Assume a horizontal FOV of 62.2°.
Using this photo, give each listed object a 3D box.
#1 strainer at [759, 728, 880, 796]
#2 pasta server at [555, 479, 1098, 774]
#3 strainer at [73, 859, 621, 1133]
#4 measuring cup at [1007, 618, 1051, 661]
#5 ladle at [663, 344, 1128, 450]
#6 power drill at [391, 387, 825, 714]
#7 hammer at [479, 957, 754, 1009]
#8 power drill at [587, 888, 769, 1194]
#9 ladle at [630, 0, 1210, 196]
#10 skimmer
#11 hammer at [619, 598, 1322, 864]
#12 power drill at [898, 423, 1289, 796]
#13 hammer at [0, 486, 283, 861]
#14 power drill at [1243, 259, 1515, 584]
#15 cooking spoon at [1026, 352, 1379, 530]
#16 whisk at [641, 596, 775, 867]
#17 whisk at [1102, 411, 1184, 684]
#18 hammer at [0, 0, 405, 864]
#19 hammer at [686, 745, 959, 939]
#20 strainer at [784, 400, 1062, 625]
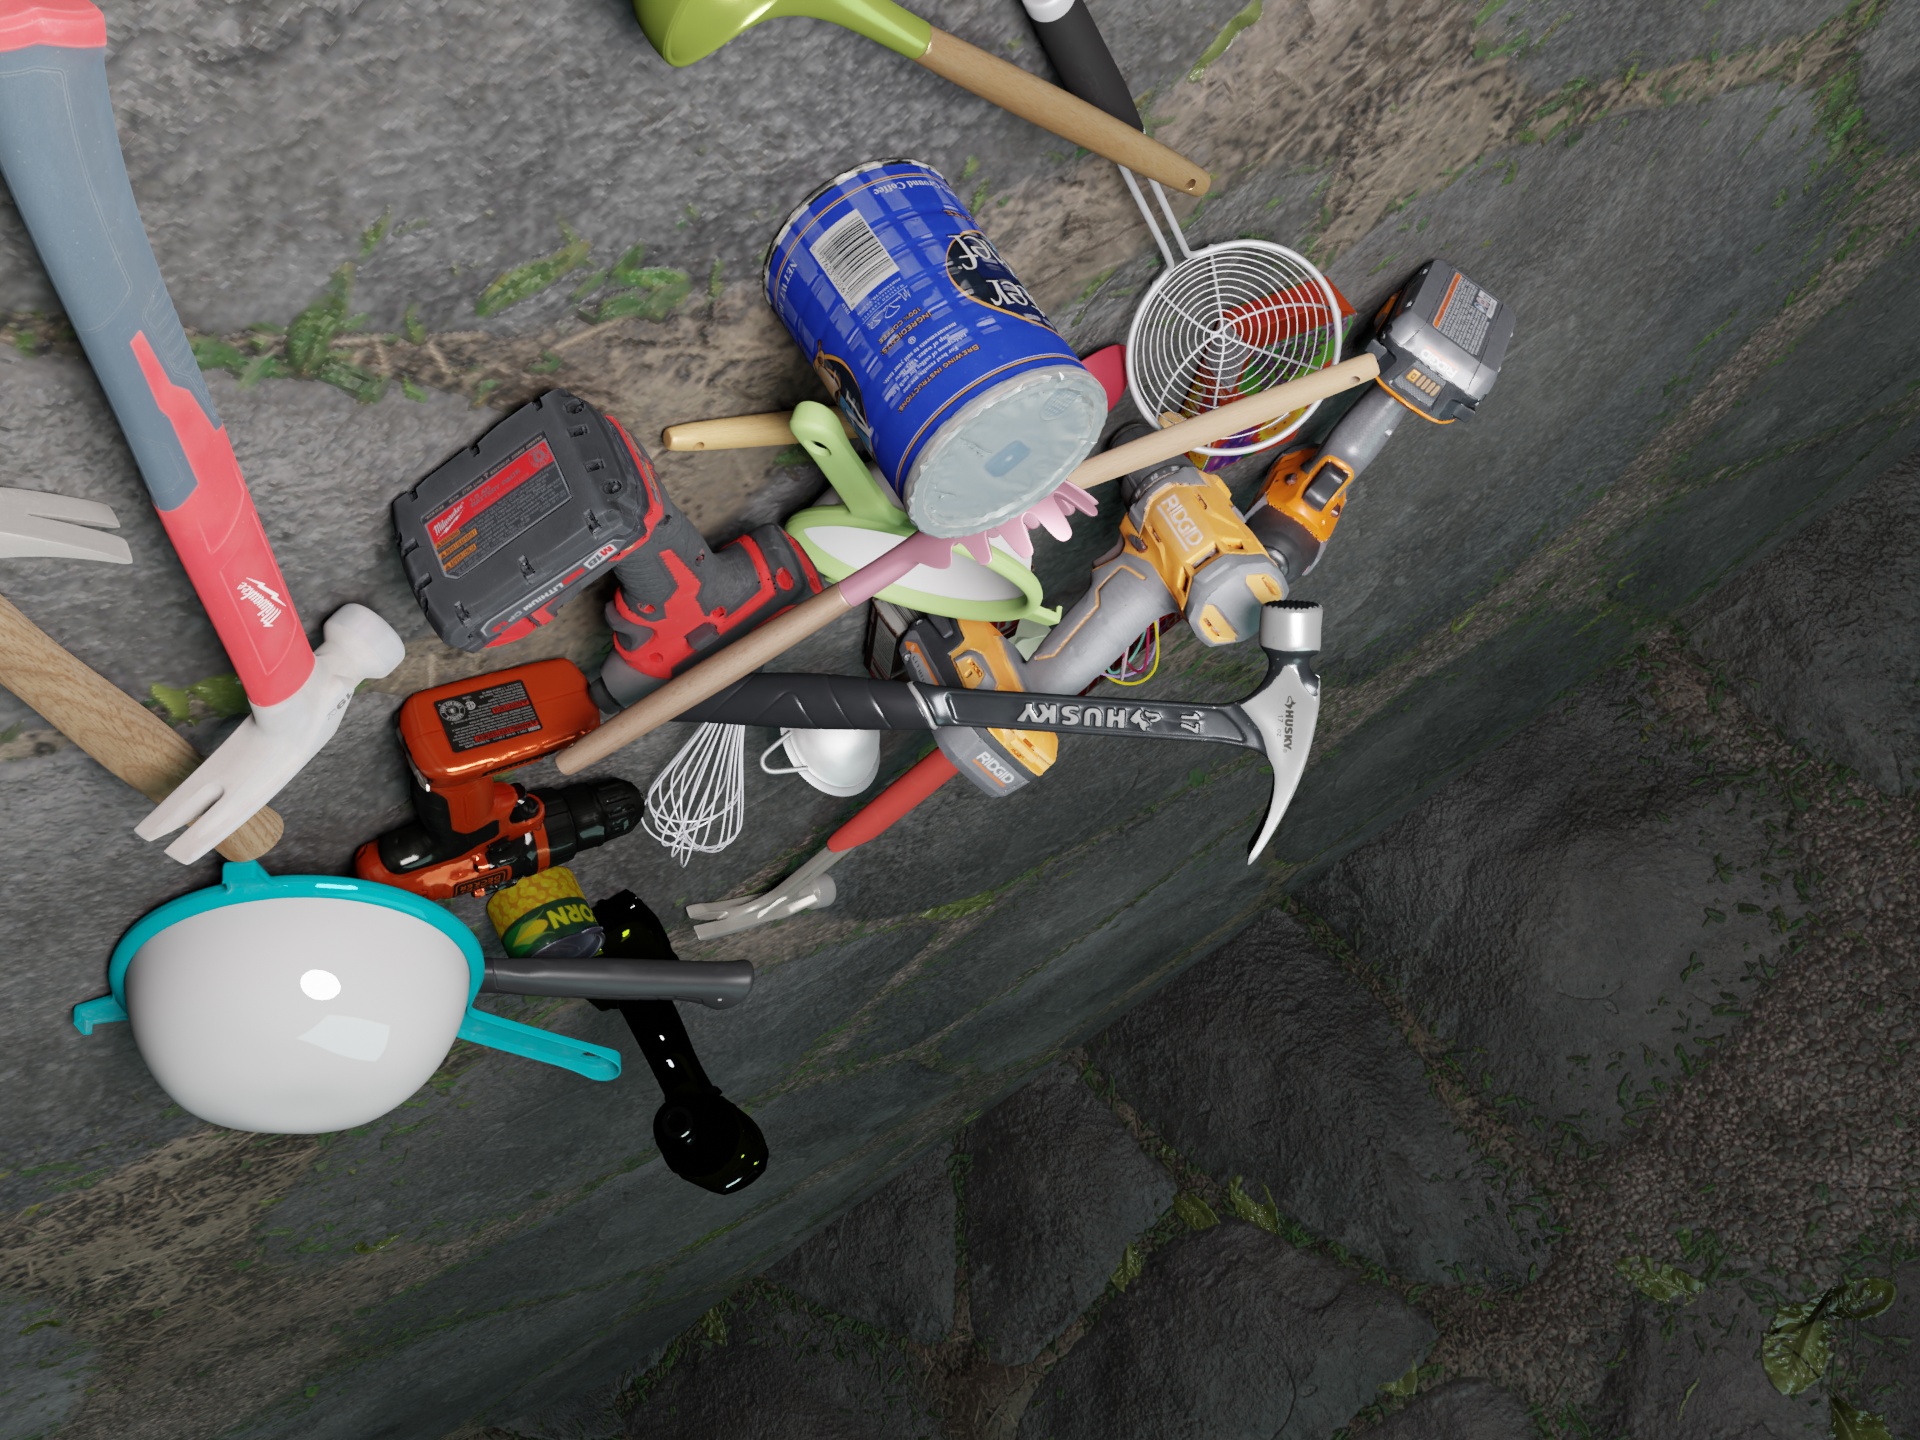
[{"bbox_3d":[-0.046,-0.007,1.142,0.050,0.087,0.258,-26,178,35],"label":"strainer"},{"bbox_3d":[-0.076,-0.044,0.808,0.316,0.040,0.060,-29,-165,15],"label":"pasta server"},{"bbox_3d":[-0.349,0.210,0.984,0.211,0.095,0.340,-36,136,26],"label":"strainer"},{"bbox_3d":[0.070,-0.073,1.199,0.167,0.038,0.083,-29,159,-18],"label":"measuring cup"},{"bbox_3d":[-0.021,-0.170,0.875,0.315,0.031,0.069,-14,155,-36],"label":"ladle"},{"bbox_3d":[-0.171,-0.066,0.800,0.143,0.079,0.219,-33,158,11],"label":"power drill"},{"bbox_3d":[-0.298,0.168,1.065,0.334,0.035,0.146,7,138,-29],"label":"hammer"},{"bbox_3d":[-0.230,0.249,1.214,0.080,0.229,0.190,-30,159,-8],"label":"power drill"},{"bbox_3d":[0.007,-0.252,0.631,0.320,0.062,0.078,5,142,-46],"label":"ladle"},{"bbox_3d":[0.112,-0.242,0.807,0.127,0.090,0.363,-31,159,13],"label":"skimmer"},{"bbox_3d":[-0.001,-0.003,0.924,0.409,0.149,0.036,3,-167,10],"label":"hammer"},{"bbox_3d":[0.074,-0.079,0.999,0.226,0.186,0.084,-36,135,13],"label":"power drill"},{"bbox_3d":[-0.387,-0.003,0.718,0.130,0.031,0.331,-28,159,-10],"label":"hammer"},{"bbox_3d":[0.272,-0.188,1.095,0.226,0.084,0.164,-53,-179,43],"label":"power drill"},{"bbox_3d":[0.088,-0.150,0.931,0.319,0.017,0.068,-18,133,21],"label":"cooking spoon"},{"bbox_3d":[-0.150,0.001,1.029,0.070,0.070,0.284,-17,149,-35],"label":"whisk"},{"bbox_3d":[0.133,-0.114,1.130,0.051,0.047,0.244,-25,144,-27],"label":"whisk"},{"bbox_3d":[-0.298,-0.087,0.589,0.143,0.038,0.386,-55,168,-31],"label":"hammer"},{"bbox_3d":[-0.073,0.077,1.272,0.149,0.037,0.359,-9,156,-47],"label":"hammer"},{"bbox_3d":[-0.033,-0.128,0.856,0.256,0.151,0.069,49,55,-68],"label":"strainer"}]
